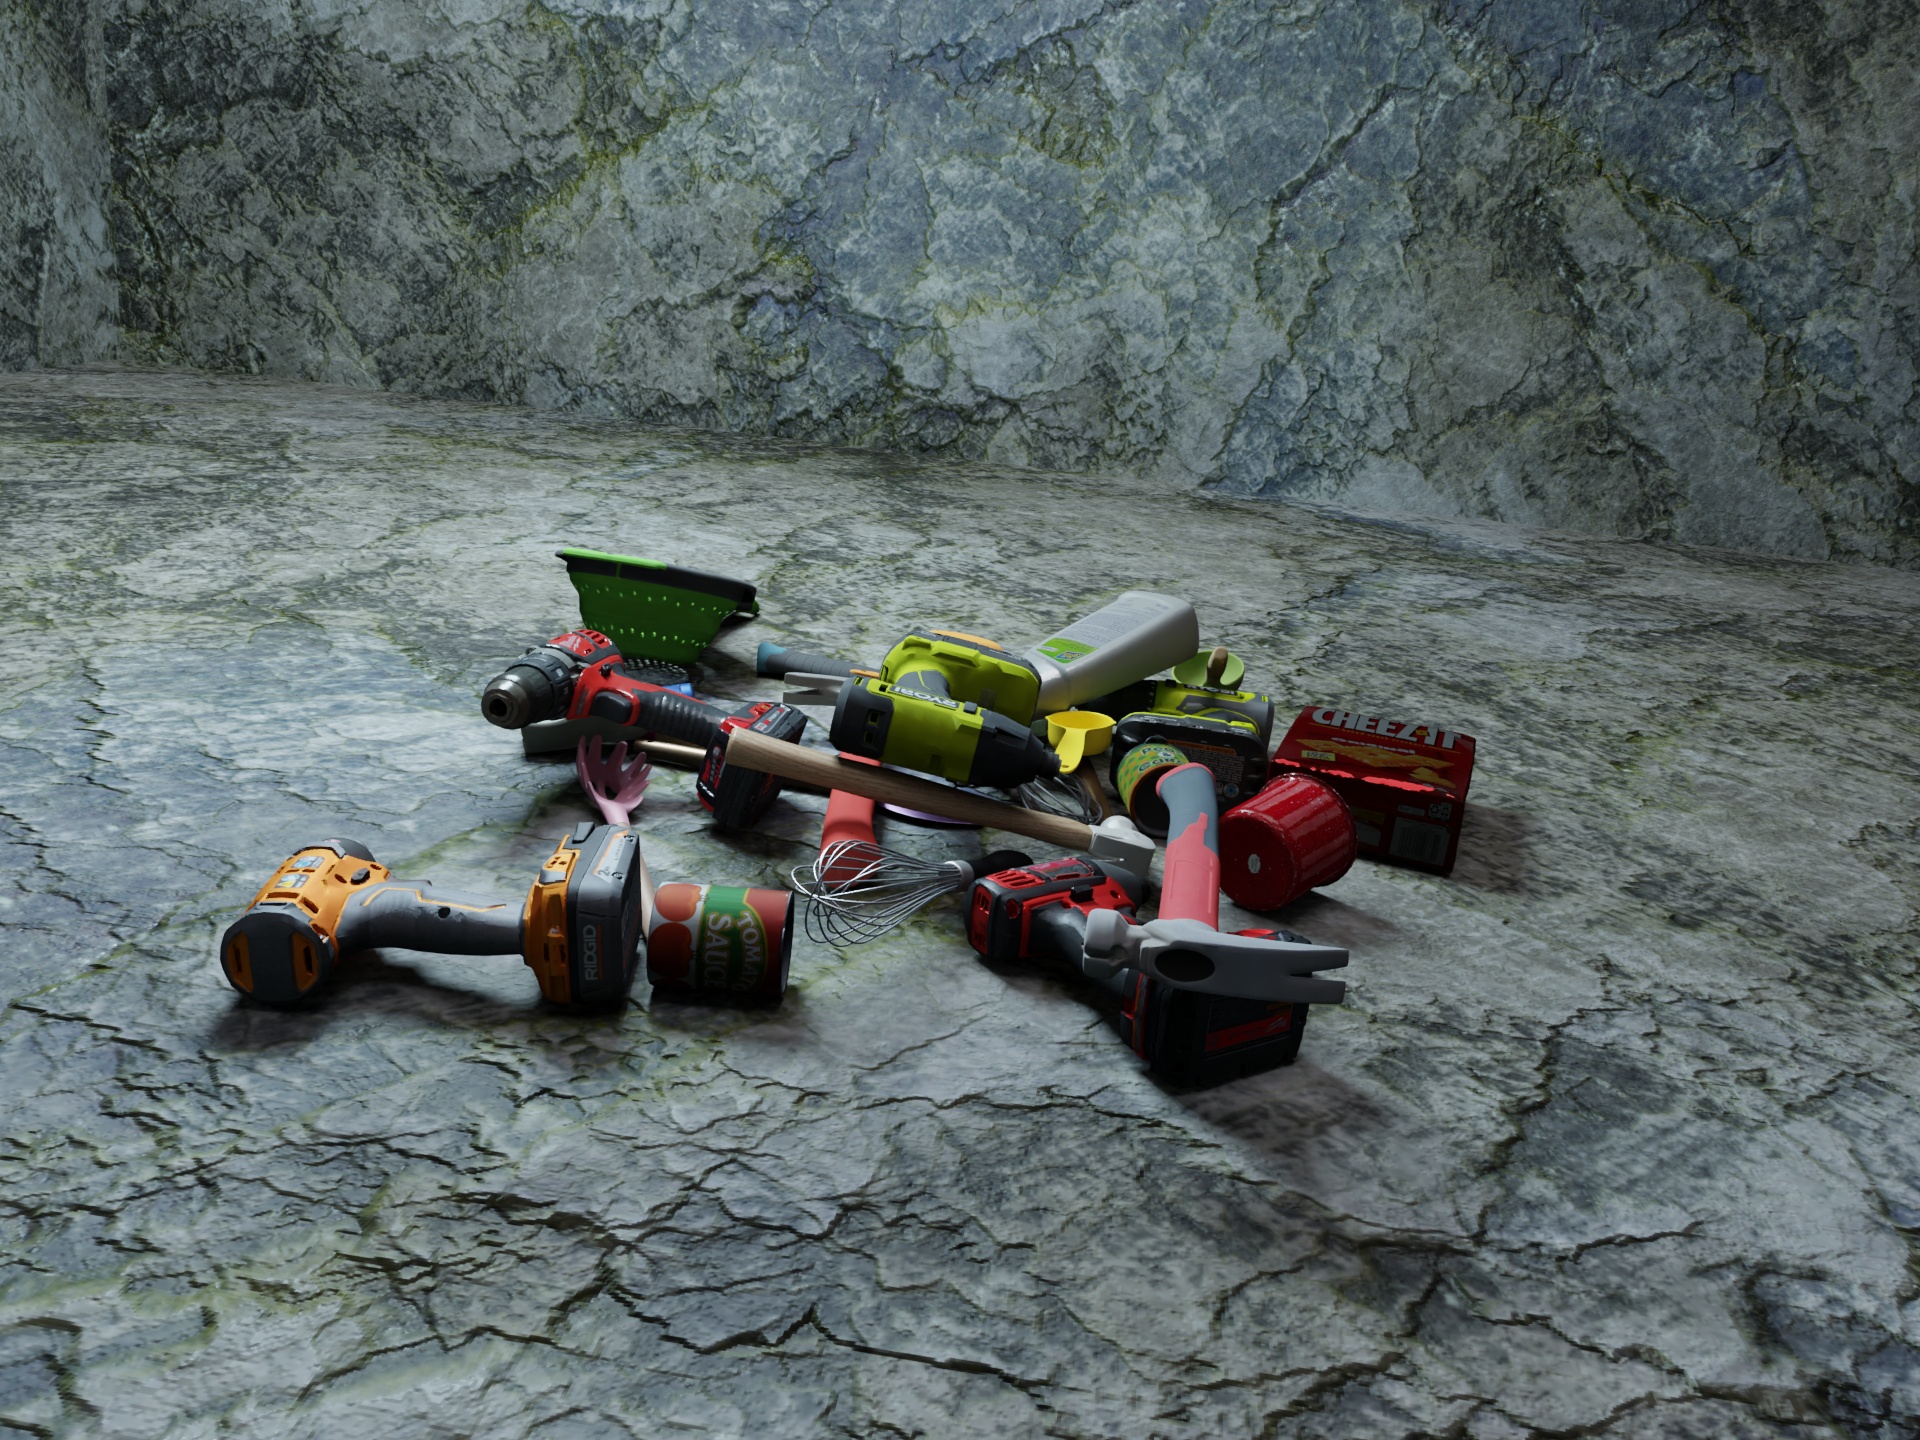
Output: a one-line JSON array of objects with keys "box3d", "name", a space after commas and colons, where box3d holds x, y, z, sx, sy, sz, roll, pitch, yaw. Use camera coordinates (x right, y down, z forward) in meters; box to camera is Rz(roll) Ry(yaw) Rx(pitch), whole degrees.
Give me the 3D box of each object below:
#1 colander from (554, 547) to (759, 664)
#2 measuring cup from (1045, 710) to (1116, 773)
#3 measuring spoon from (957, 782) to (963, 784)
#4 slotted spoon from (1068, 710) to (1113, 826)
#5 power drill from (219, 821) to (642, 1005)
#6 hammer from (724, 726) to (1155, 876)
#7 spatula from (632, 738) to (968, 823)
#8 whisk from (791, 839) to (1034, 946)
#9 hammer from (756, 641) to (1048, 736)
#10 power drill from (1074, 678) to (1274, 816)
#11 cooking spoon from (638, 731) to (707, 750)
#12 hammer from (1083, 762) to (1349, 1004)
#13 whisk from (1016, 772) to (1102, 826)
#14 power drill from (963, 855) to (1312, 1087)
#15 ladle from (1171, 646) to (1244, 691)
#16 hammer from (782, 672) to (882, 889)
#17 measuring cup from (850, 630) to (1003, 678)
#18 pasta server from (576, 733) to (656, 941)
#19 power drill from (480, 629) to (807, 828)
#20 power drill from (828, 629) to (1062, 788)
[{"box3d": [-0.298, -0.107, 1.696, 0.204, 0.094, 0.397, 10, 0, 12], "name": "colander"}, {"box3d": [0.095, 0.027, 1.341, 0.062, 0.029, 0.156, 5, 19, 10], "name": "measuring cup"}, {"box3d": [0.007, 0.031, 1.446, 0.034, 0.018, 0.124, 8, 19, 4], "name": "measuring spoon"}, {"box3d": [0.098, 0.022, 1.431, 0.070, 0.031, 0.314, 4, 27, -12], "name": "slotted spoon"}, {"box3d": [-0.317, 0.113, 0.989, 0.226, 0.084, 0.164, 0, 18, -5], "name": "power drill"}, {"box3d": [-0.013, 0.061, 1.190, 0.331, 0.031, 0.130, 15, 6, -6], "name": "hammer"}, {"box3d": [-0.130, 0.051, 1.341, 0.316, 0.018, 0.060, 11, 19, 12], "name": "spatula"}, {"box3d": [-0.019, 0.108, 1.085, 0.070, 0.070, 0.284, 16, 7, 29], "name": "whisk"}, {"box3d": [-0.063, -0.033, 1.600, 0.331, 0.033, 0.128, 13, 20, 21], "name": "hammer"}, {"box3d": [0.197, 0.012, 1.477, 0.190, 0.080, 0.228, 9, 15, 5], "name": "power drill"}, {"box3d": [-0.244, 0.016, 1.409, 0.319, 0.017, 0.069, 10, 19, 15], "name": "cooking spoon"}, {"box3d": [0.167, 0.093, 1.040, 0.143, 0.038, 0.386, 6, 13, 8], "name": "hammer"}, {"box3d": [0.045, 0.043, 1.365, 0.055, 0.055, 0.239, -4, 20, -29], "name": "whisk"}, {"box3d": [0.116, 0.148, 1.033, 0.143, 0.078, 0.220, -6, 18, -34], "name": "power drill"}, {"box3d": [0.251, -0.058, 1.580, 0.078, 0.062, 0.320, -6, -6, 6], "name": "ladle"}, {"box3d": [-0.093, 0.039, 1.307, 0.149, 0.036, 0.359, 7, 21, -1], "name": "hammer"}, {"box3d": [-0.031, -0.059, 1.498, 0.173, 0.052, 0.095, 6, 10, -43], "name": "measuring cup"}, {"box3d": [-0.242, 0.085, 1.165, 0.060, 0.040, 0.316, 18, 13, -25], "name": "pasta server"}, {"box3d": [-0.251, 0.001, 1.249, 0.226, 0.080, 0.188, 23, 15, 3], "name": "power drill"}, {"box3d": [-0.002, -0.004, 1.262, 0.171, 0.080, 0.223, 15, 14, 1], "name": "power drill"}]
